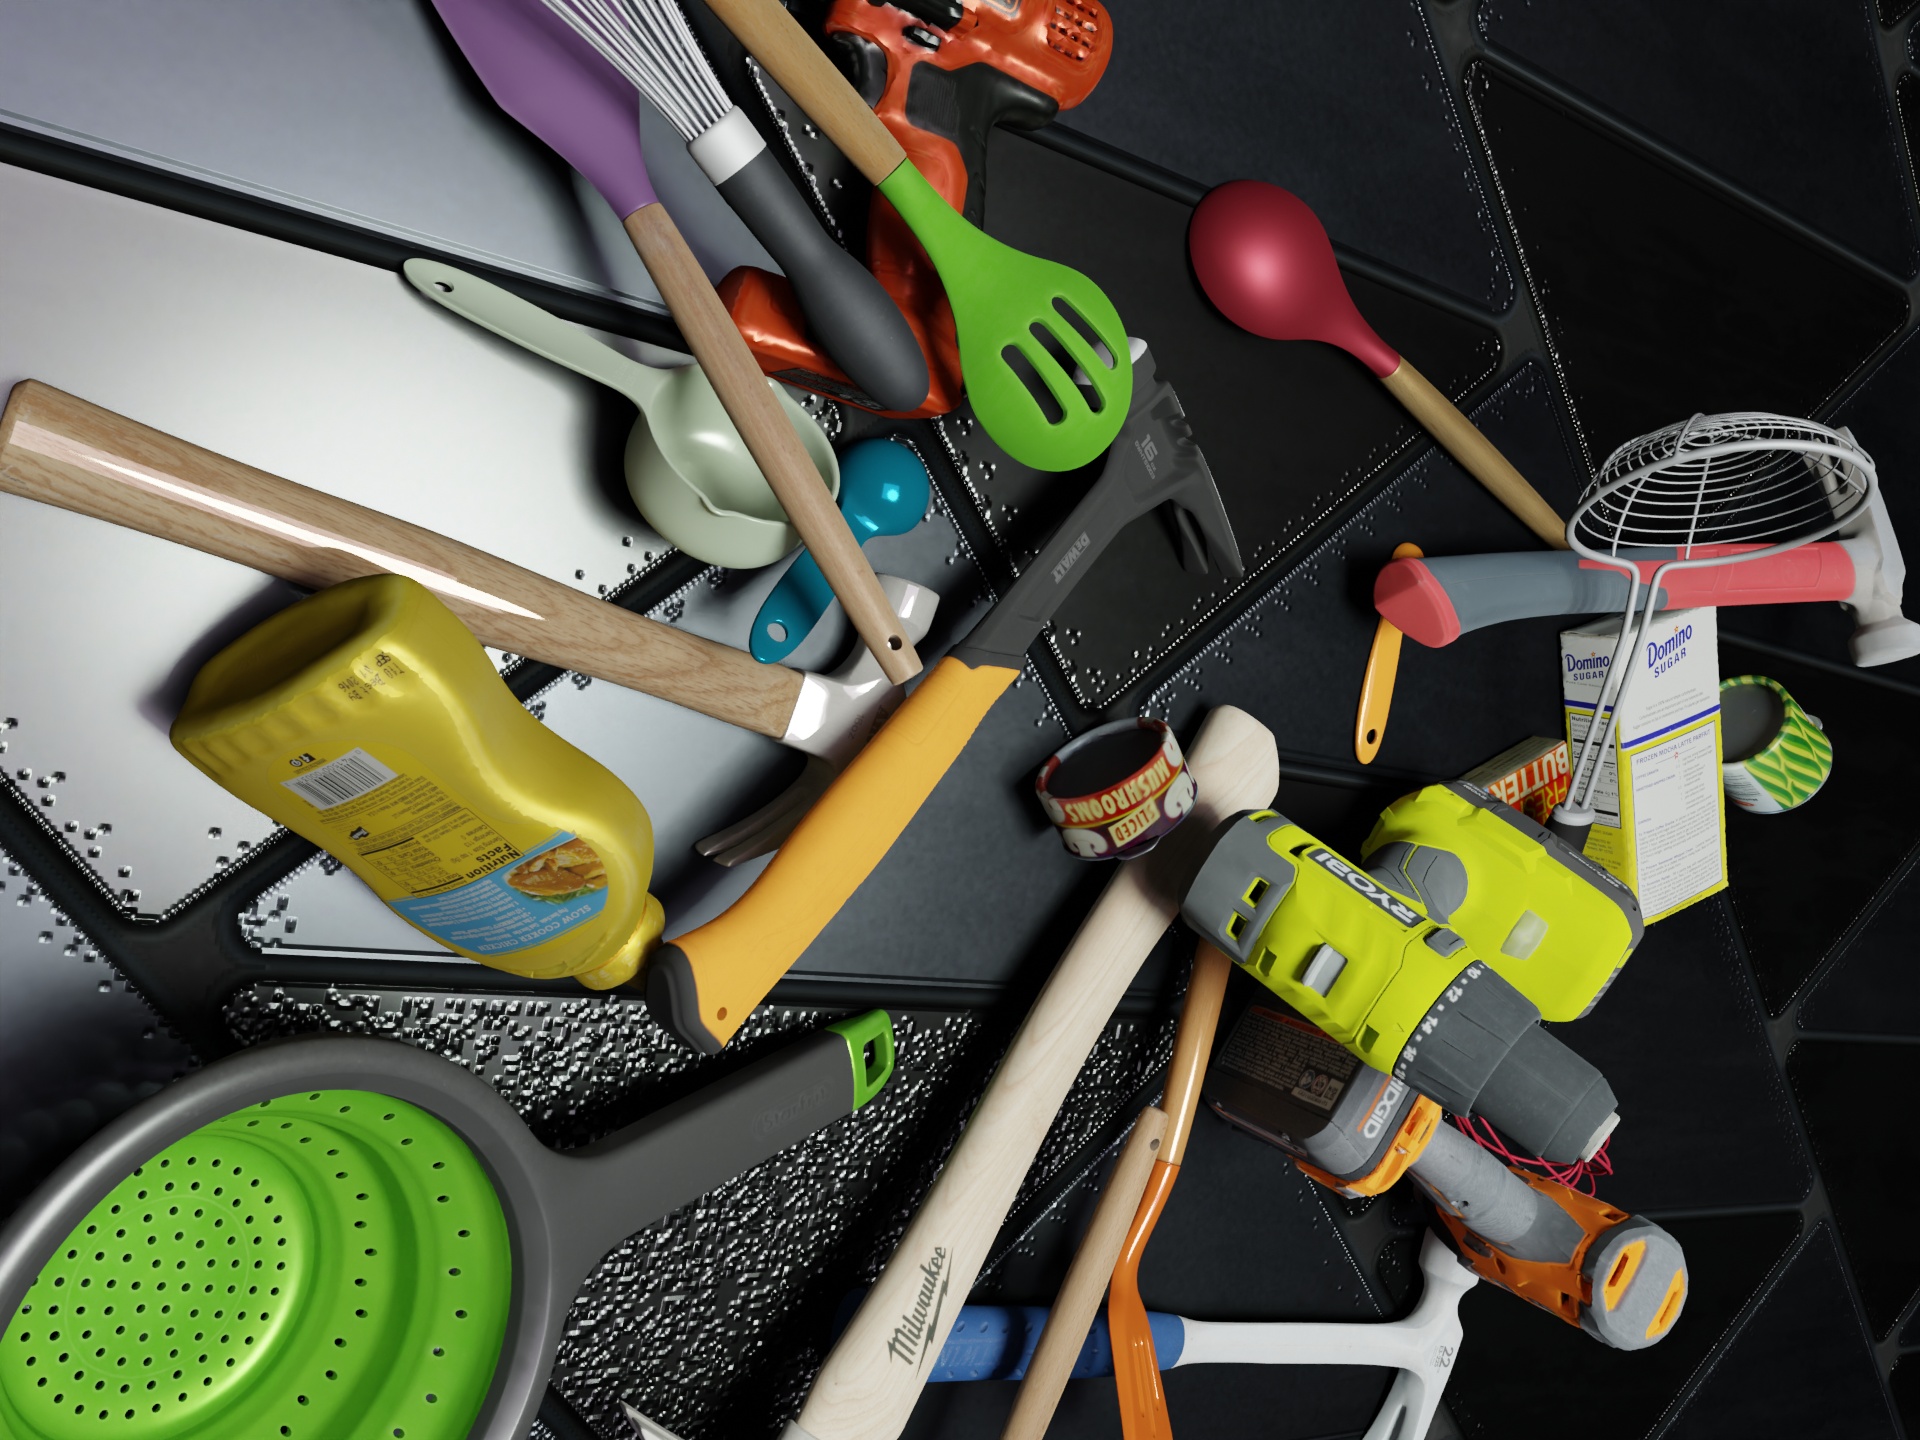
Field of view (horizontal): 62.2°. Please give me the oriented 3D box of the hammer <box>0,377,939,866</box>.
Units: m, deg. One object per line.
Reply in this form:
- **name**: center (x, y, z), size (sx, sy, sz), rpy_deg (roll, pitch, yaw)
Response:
- **hammer**: center (-0.160, -0.037, 0.568), size (0.331, 0.031, 0.130), rpy_deg (20, 87, -33)

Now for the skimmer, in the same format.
- **skimmer**: center (0.330, 0.013, 0.787), size (0.127, 0.090, 0.363), rpy_deg (2, 122, -5)

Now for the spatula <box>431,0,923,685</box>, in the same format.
- **spatula**: center (-0.094, -0.152, 0.547), size (0.060, 0.018, 0.316), rpy_deg (-31, 96, -19)

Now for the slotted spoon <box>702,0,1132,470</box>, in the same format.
- **slotted spoon**: center (-0.043, -0.209, 0.551), size (0.313, 0.031, 0.070), rpy_deg (45, 81, -19)

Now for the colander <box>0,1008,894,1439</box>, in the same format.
- **colander**: center (-0.184, 0.178, 0.569), size (0.397, 0.094, 0.204), rpy_deg (-18, 108, -48)

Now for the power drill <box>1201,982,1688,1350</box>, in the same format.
- **power drill**: center (0.233, 0.221, 0.804), size (0.226, 0.164, 0.084), rpy_deg (37, 78, -19)

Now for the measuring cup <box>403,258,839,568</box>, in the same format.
- **measuring cup**: center (-0.125, -0.111, 0.573), size (0.167, 0.038, 0.083), rpy_deg (27, 44, -14)

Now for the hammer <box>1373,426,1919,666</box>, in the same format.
- **hammer**: center (0.378, -0.092, 0.865), size (0.386, 0.038, 0.143), rpy_deg (-4, 76, -28)

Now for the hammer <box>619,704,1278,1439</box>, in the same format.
- **hammer**: center (0.022, 0.159, 0.693), size (0.146, 0.038, 0.411), rpy_deg (40, 70, -21)

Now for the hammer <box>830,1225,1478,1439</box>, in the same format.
- **hammer**: center (0.114, 0.319, 0.801), size (0.405, 0.035, 0.144), rpy_deg (15, 90, -33)

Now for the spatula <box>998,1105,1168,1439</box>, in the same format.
- **spatula**: center (0.018, 0.316, 0.708), size (0.082, 0.044, 0.317), rpy_deg (27, 85, -33)

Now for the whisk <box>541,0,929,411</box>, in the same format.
- **whisk**: center (-0.096, -0.214, 0.515), size (0.070, 0.070, 0.284), rpy_deg (-48, 117, -17)

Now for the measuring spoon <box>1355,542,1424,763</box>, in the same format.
- **measuring spoon**: center (0.223, -0.034, 0.822), size (0.021, 0.011, 0.117), rpy_deg (10, 93, -33)

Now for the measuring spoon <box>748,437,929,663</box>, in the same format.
- **measuring spoon**: center (-0.045, -0.068, 0.608), size (0.042, 0.021, 0.129), rpy_deg (40, 49, -12)

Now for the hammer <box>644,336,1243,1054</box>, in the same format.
- **hammer**: center (-0.001, -0.002, 0.639), size (0.337, 0.034, 0.127), rpy_deg (-50, 129, -23)

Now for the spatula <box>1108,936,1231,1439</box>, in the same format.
- **spatula**: center (0.110, 0.185, 0.745), size (0.081, 0.041, 0.323), rpy_deg (43, 60, -64)

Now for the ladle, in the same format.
- **ladle**: center (0.227, -0.162, 0.795), size (0.315, 0.031, 0.069), rpy_deg (31, 81, -34)

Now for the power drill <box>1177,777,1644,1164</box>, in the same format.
- **power drill**: center (0.225, 0.104, 0.719), size (0.228, 0.191, 0.080), rpy_deg (-8, 129, -54)

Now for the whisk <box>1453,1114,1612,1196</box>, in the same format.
- **whisk**: center (0.262, 0.174, 0.858), size (0.295, 0.073, 0.073), rpy_deg (41, 76, -25)
